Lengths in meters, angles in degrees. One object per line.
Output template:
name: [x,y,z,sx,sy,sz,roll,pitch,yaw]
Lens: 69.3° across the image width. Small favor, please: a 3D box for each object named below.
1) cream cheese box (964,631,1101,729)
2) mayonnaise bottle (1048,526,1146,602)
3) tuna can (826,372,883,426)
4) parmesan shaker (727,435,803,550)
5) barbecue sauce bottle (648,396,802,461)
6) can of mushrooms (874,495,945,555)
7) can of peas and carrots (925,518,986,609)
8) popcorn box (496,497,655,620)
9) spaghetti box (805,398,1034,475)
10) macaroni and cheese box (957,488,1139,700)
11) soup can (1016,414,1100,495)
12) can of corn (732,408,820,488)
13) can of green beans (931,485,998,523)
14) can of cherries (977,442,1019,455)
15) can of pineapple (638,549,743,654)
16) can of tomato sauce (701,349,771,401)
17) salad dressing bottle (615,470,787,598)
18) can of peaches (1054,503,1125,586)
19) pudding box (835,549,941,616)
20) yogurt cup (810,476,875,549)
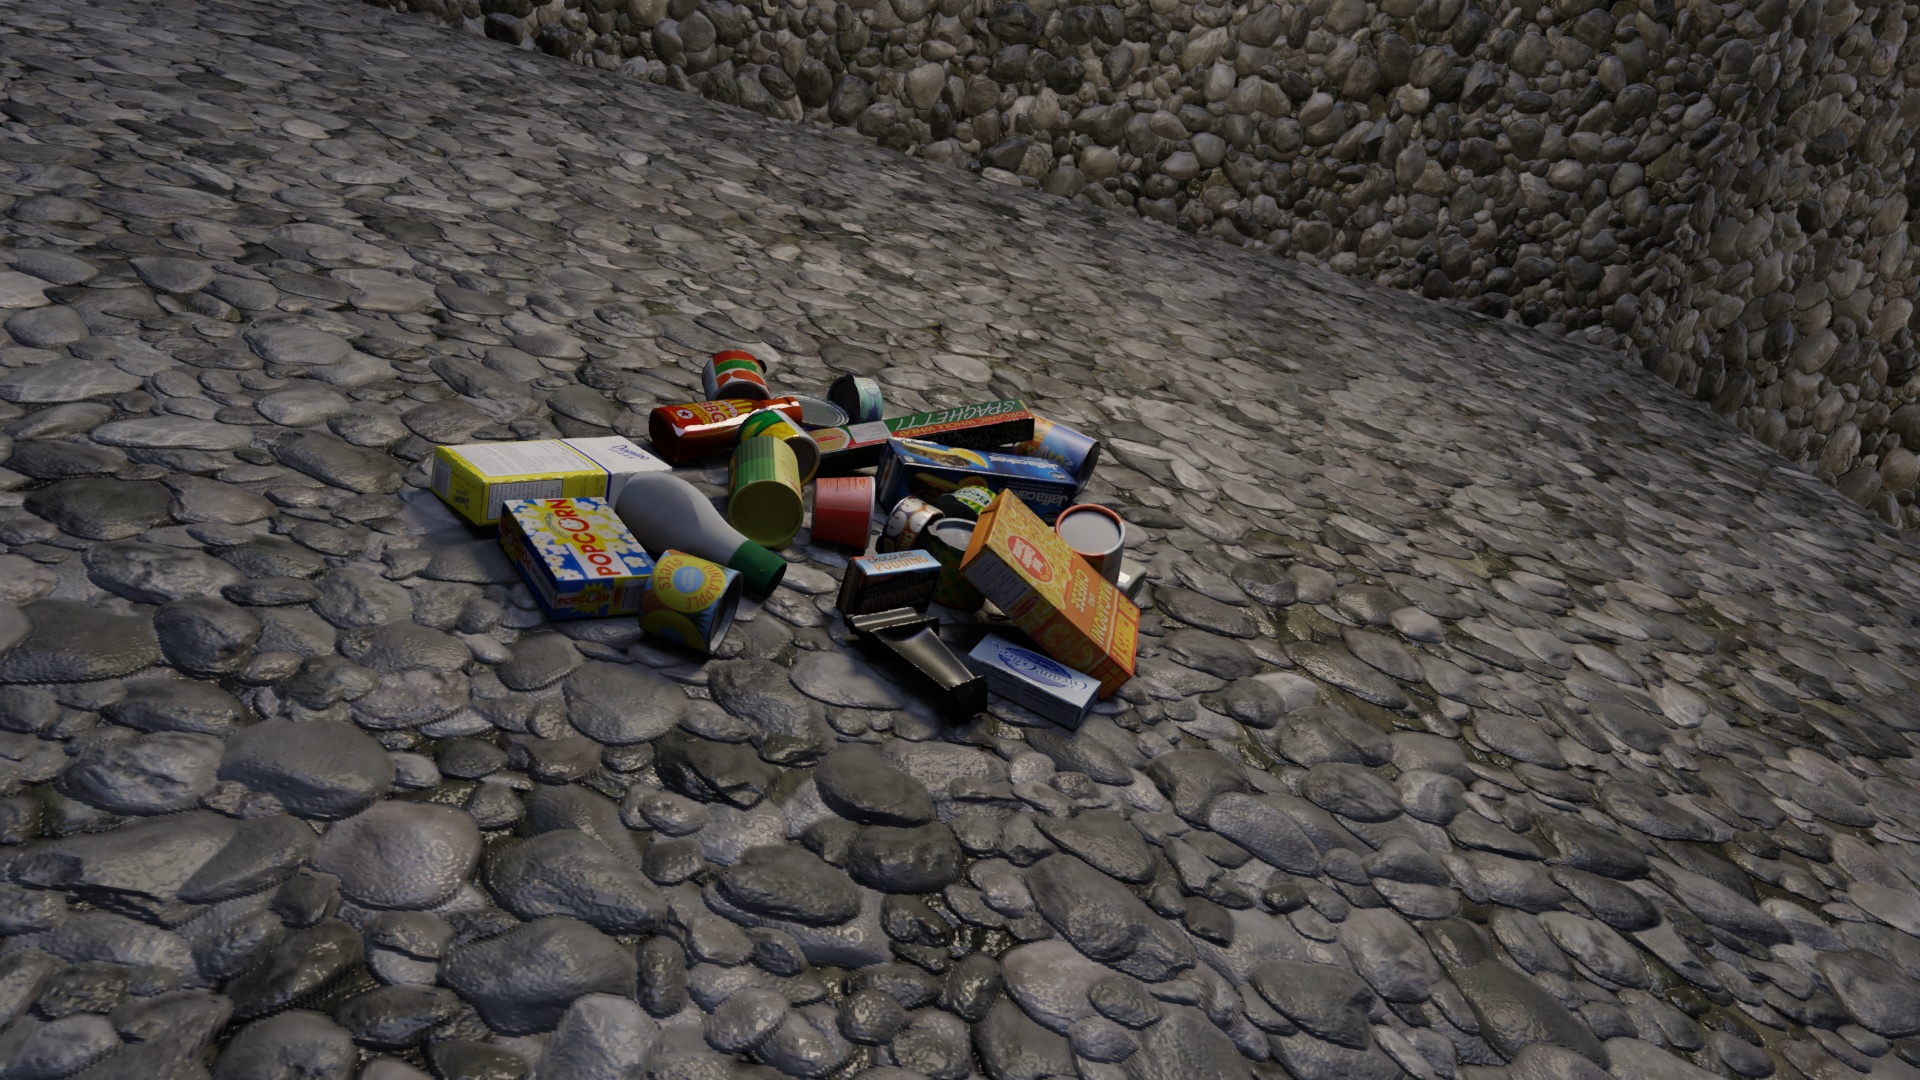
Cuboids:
cream cheese box: [0.058,0.114,1.131,0.104,0.024,0.053,24,26,14]
mayonnaise bottle: [0.103,0.018,1.347,0.148,0.041,0.065,26,30,20]
tuna can: [-0.115,-0.147,1.512,0.033,0.070,0.071,-2,31,-40]
parmesan shaker: [-0.177,-0.043,1.260,0.071,0.071,0.103,11,24,-15]
barbecue sauce bottle: [-0.228,-0.115,1.373,0.149,0.043,0.065,-14,43,-36]
can of mushrooms: [-0.045,-0.003,1.259,0.033,0.070,0.071,28,26,19]
can of peas and carrots: [-0.003,0.020,1.245,0.071,0.058,0.071,14,24,-6]
popcorn box: [-0.299,0.012,1.085,0.085,0.038,0.127,-4,32,-37]
spaghetti box: [-0.047,-0.107,1.430,0.250,0.028,0.050,-10,33,-14]
macaroni and cheese box: [0.079,0.044,1.192,0.166,0.040,0.124,42,25,-10]
soup can: [0.104,-0.095,1.560,0.084,0.071,0.071,24,25,16]
can of corn: [-0.179,-0.084,1.344,0.071,0.071,0.058,-4,32,-40]
can of green beans: [0.005,-0.014,1.315,0.071,0.071,0.058,25,25,16]
can of cherries: [0.026,-0.090,1.502,0.071,0.058,0.072,14,24,-6]
can of pineapple: [-0.203,0.045,1.044,0.058,0.070,0.071,18,24,4]
can of tomato sauce: [-0.231,-0.154,1.451,0.071,0.071,0.083,8,26,-20]
salad dressing bottle: [-0.215,-0.003,1.156,0.148,0.064,0.044,31,6,9]
can of peaches: [0.115,0.008,1.284,0.071,0.057,0.071,1,49,-1]
pudding box: [-0.061,0.037,1.181,0.084,0.049,0.030,-5,34,-42]
yogurt cup: [-0.108,-0.027,1.272,0.054,0.072,0.073,5,26,-8]
